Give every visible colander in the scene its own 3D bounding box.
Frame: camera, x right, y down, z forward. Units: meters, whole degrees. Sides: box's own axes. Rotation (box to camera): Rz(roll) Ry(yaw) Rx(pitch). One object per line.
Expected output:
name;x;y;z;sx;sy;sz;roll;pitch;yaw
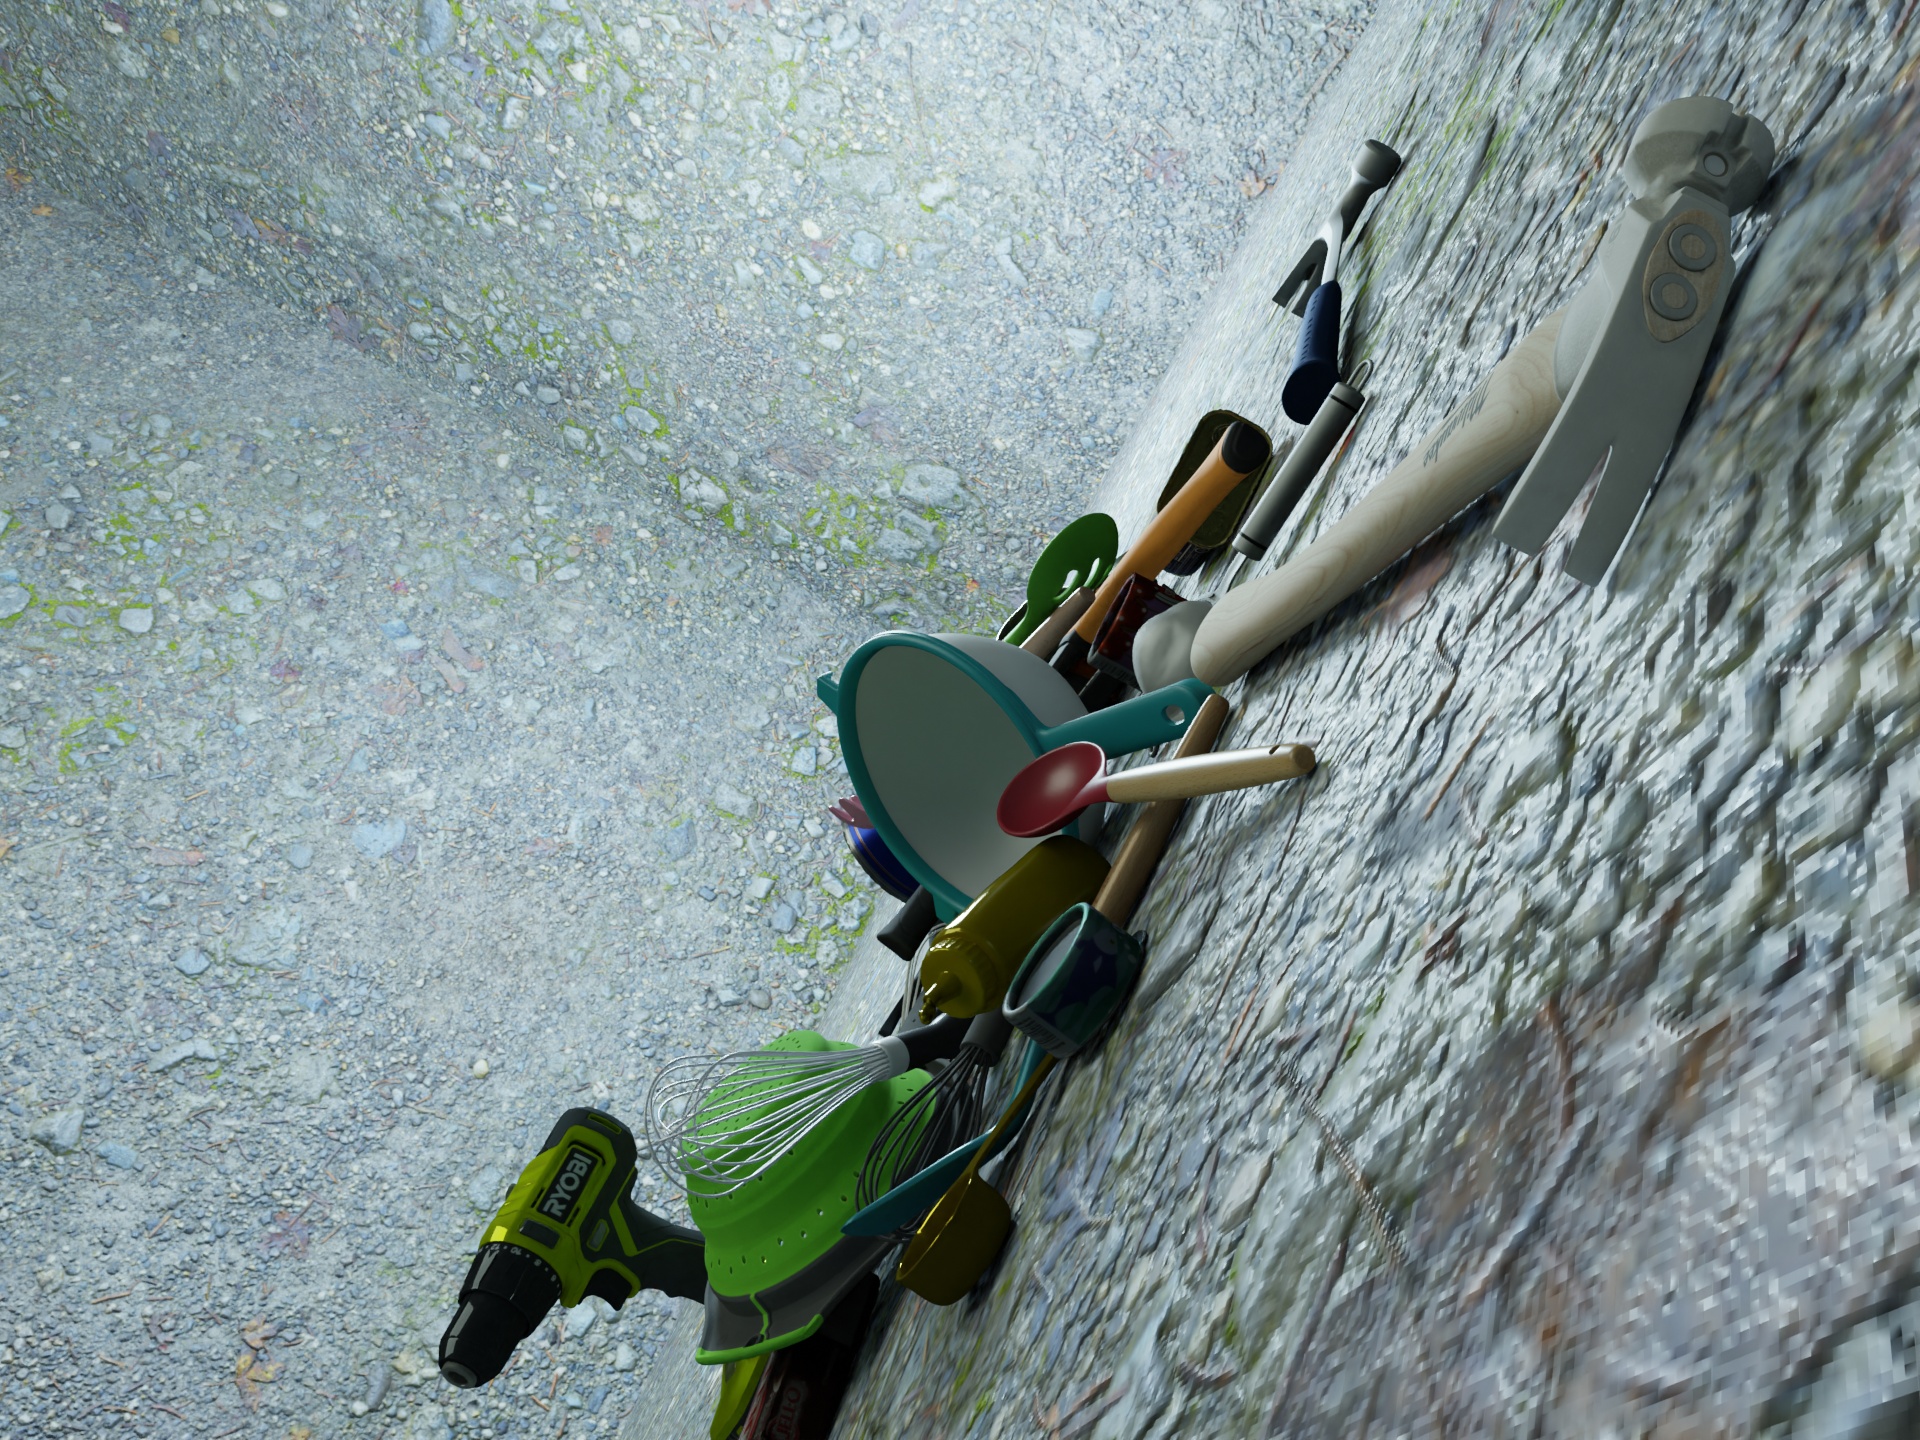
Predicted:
colander;-0.069;0.210;1.004;0.204;0.094;0.397;-30;16;36

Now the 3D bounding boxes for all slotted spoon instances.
slotted spoon;0.028;-0.039;1.129;0.070;0.031;0.313;-15;-23;-34

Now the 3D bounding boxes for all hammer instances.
hammer;0.259;-0.300;1.135;0.144;0.035;0.406;-60;3;35
hammer;0.010;0.161;1.295;0.149;0.036;0.408;-64;3;-27
hammer;0.158;-0.066;0.620;0.146;0.038;0.410;-64;2;-15
hammer;0.096;-0.071;1.105;0.336;0.034;0.127;-51;5;26
hammer;0.050;0.040;1.153;0.335;0.035;0.146;-52;2;6

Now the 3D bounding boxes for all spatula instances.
spatula;0.047;0.121;0.784;0.317;0.044;0.082;-61;-23;-8

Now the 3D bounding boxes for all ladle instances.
ladle;0.085;0.029;0.748;0.069;0.031;0.315;-48;9;-15

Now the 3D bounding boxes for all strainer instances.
strainer;0.159;-0.094;0.911;0.258;0.050;0.087;-58;19;15
strainer;0.058;0.009;0.976;0.095;0.211;0.340;-32;7;-36

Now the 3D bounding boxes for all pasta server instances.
pasta server;-0.002;-0.004;1.121;0.060;0.040;0.316;-34;-9;-45

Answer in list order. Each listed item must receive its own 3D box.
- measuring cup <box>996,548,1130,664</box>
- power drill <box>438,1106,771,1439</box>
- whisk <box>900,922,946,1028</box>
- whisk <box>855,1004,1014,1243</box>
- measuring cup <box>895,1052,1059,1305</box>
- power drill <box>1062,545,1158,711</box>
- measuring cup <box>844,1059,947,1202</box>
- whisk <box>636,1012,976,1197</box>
measuring cup;0.105;-0.090;1.213;0.167;0.038;0.083;-34;25;4
power drill;-0.203;0.375;1.023;0.080;0.228;0.191;-61;3;39
whisk;-0.042;0.256;1.178;0.057;0.059;0.246;89;-156;-80
whisk;0.008;0.185;0.889;0.239;0.055;0.055;-58;-1;-40
measuring cup;0.026;0.196;0.723;0.156;0.029;0.062;-50;-3;-30
power drill;0.095;-0.049;1.349;0.164;0.084;0.226;-63;7;-25
measuring cup;-0.046;0.260;1.108;0.174;0.052;0.095;-66;4;-38
whisk;-0.062;0.191;0.866;0.284;0.070;0.070;-7;-48;-53
